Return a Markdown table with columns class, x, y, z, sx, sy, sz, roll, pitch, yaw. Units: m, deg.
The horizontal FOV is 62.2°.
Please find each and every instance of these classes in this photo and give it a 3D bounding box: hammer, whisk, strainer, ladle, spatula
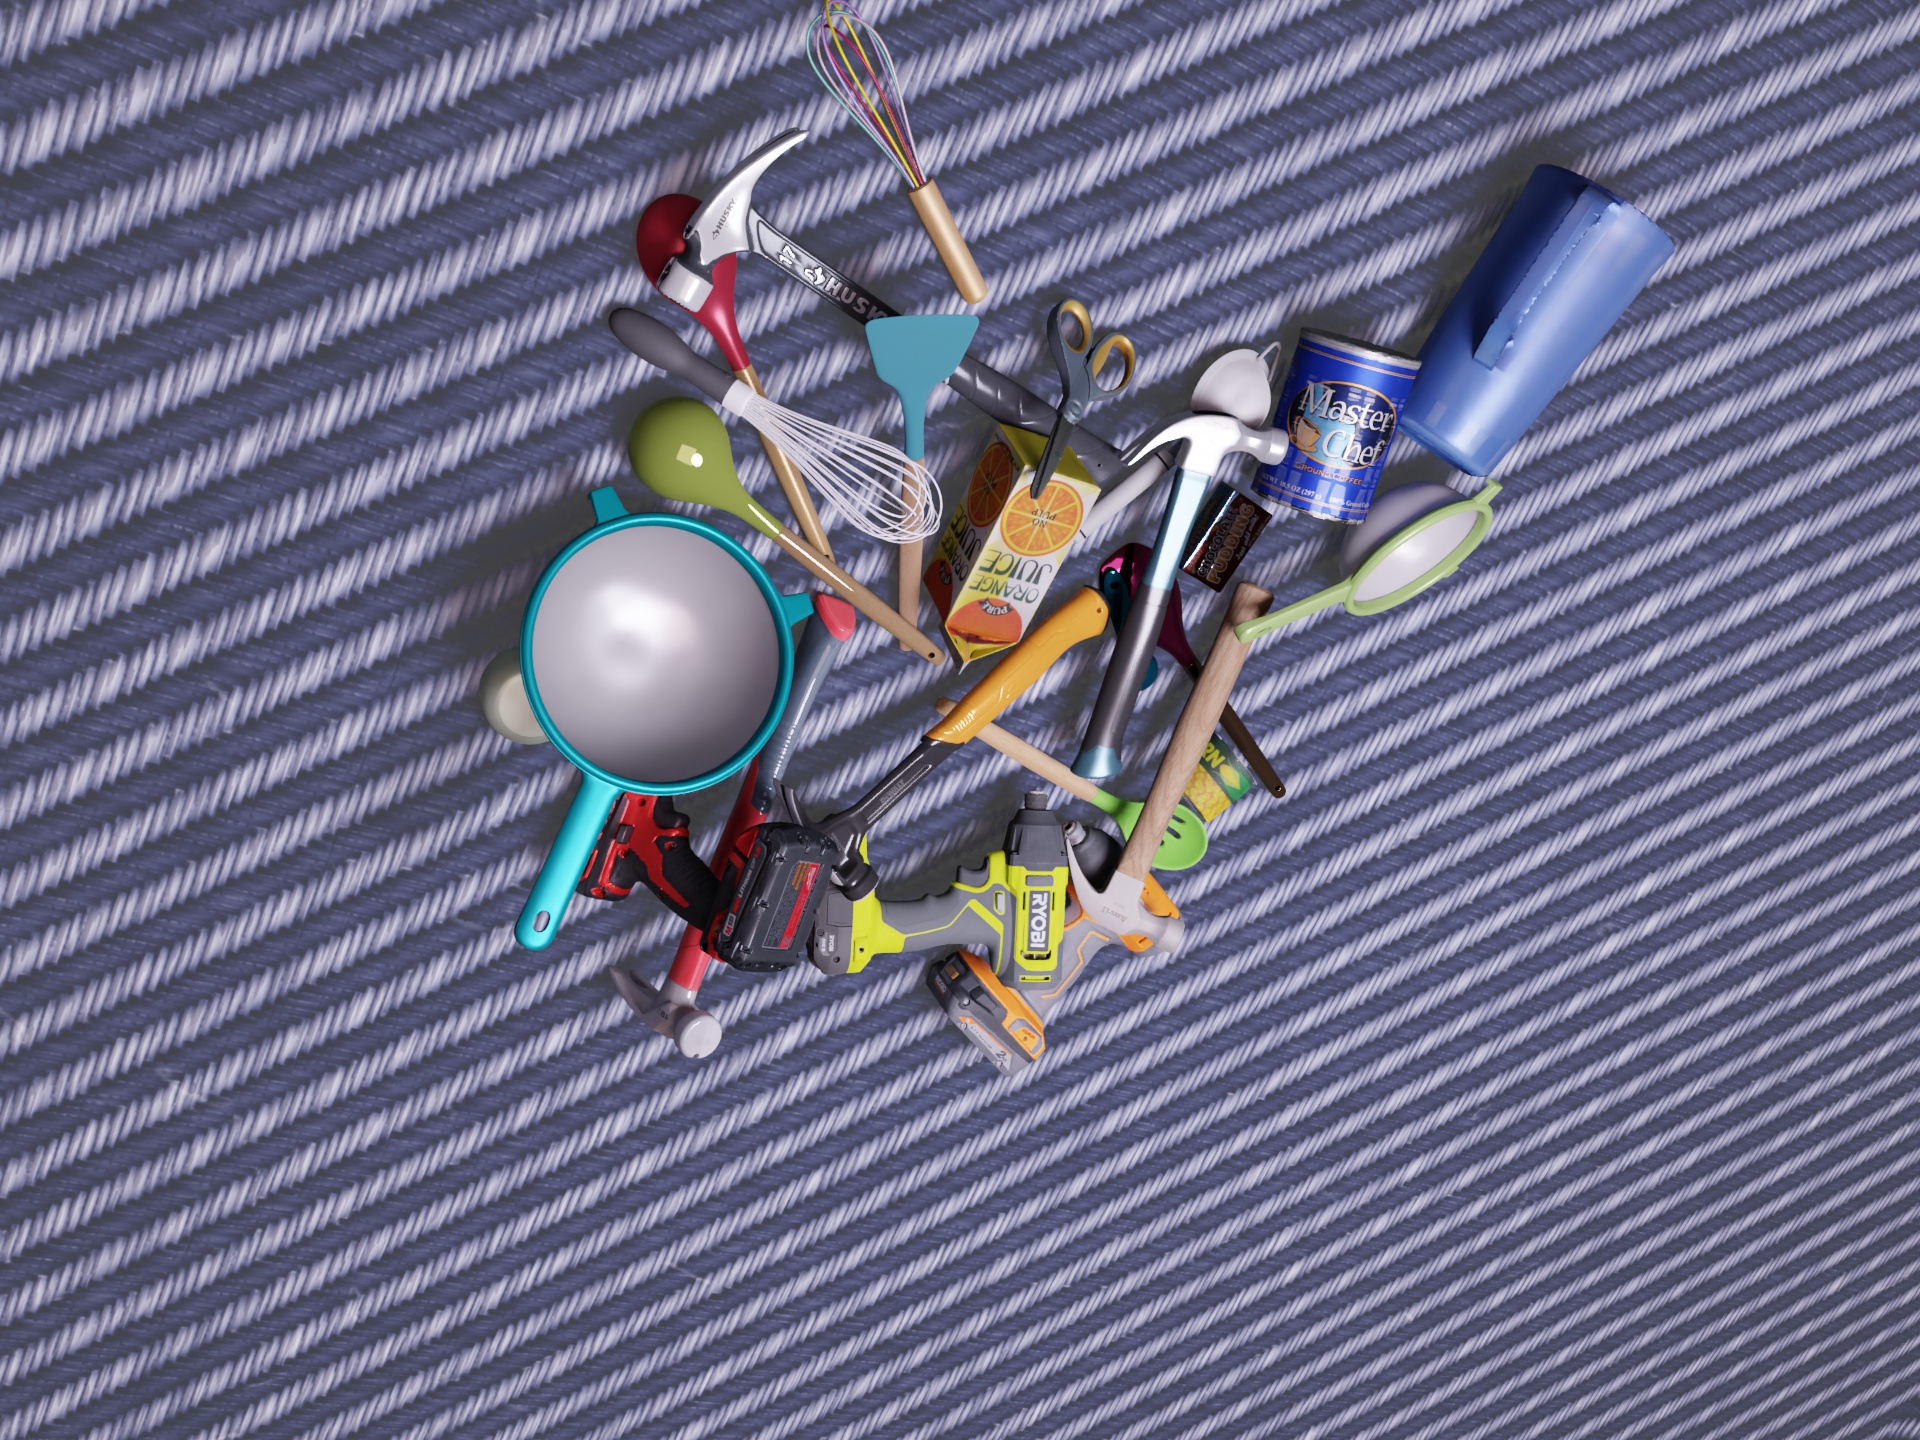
| class | x | y | z | sx | sy | sz | roll | pitch | yaw |
| --- | --- | --- | --- | --- | --- | --- | --- | --- | --- |
| hammer | 0.162 | -0.101 | 1.340 | 0.128 | 0.033 | 0.331 | 13 | 109 | -13 |
| whisk | -0.136 | -0.220 | 1.171 | 0.284 | 0.070 | 0.070 | 33 | 100 | -4 |
| hammer | -0.184 | 0.074 | 1.320 | 0.038 | 0.143 | 0.386 | 19 | 95 | -42 |
| strainer | -0.265 | 0.009 | 1.205 | 0.210 | 0.095 | 0.340 | 28 | 77 | -26 |
| strainer | 0.343 | -0.143 | 1.404 | 0.256 | 0.069 | 0.151 | -24 | 157 | -11 |
| ladle | -0.127 | -0.139 | 1.253 | 0.078 | 0.062 | 0.319 | -44 | 123 | 14 |
| hammer | 0.194 | 0.032 | 1.415 | 0.130 | 0.031 | 0.331 | 23 | 91 | -2 |
| hammer | -0.002 | -0.004 | 1.323 | 0.337 | 0.034 | 0.127 | -42 | 122 | -17 |
| whisk | -0.042 | -0.411 | 1.168 | 0.051 | 0.047 | 0.244 | -35 | 124 | -4 |
| ladle | -0.158 | -0.246 | 1.211 | 0.069 | 0.031 | 0.315 | -27 | 121 | -6 |
| strainer | 0.180 | -0.223 | 1.338 | 0.258 | 0.050 | 0.086 | -39 | 135 | 4 |
| hammer | -0.024 | -0.288 | 1.216 | 0.408 | 0.036 | 0.149 | 27 | 101 | -34 |
| spatula | -0.037 | -0.177 | 1.236 | 0.082 | 0.044 | 0.317 | -5 | 130 | -10 |

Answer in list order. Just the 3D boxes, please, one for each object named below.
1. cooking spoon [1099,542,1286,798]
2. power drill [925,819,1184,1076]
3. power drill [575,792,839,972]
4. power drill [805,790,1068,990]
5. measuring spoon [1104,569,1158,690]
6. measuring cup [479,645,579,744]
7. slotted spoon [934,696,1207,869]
| class | x | y | z | sx | sy | sz | roll | pitch | yaw |
| --- | --- | --- | --- | --- | --- | --- | --- | --- | --- |
| cooking spoon | 0.221 | -0.037 | 1.449 | 0.069 | 0.017 | 0.318 | -39 | 120 | 0 |
| power drill | 0.081 | 0.204 | 1.476 | 0.226 | 0.084 | 0.164 | -41 | 118 | -3 |
| power drill | -0.212 | 0.099 | 1.250 | 0.078 | 0.220 | 0.143 | 20 | 92 | -60 |
| power drill | -0.018 | 0.144 | 1.379 | 0.223 | 0.080 | 0.171 | 2 | 90 | -12 |
| measuring spoon | 0.146 | -0.074 | 1.392 | 0.042 | 0.021 | 0.128 | -15 | 125 | 5 |
| measuring cup | -0.294 | -0.013 | 1.259 | 0.167 | 0.038 | 0.083 | 7 | 111 | -20 |
| slotted spoon | 0.102 | 0.054 | 1.443 | 0.313 | 0.031 | 0.070 | 30 | 114 | -27 |
